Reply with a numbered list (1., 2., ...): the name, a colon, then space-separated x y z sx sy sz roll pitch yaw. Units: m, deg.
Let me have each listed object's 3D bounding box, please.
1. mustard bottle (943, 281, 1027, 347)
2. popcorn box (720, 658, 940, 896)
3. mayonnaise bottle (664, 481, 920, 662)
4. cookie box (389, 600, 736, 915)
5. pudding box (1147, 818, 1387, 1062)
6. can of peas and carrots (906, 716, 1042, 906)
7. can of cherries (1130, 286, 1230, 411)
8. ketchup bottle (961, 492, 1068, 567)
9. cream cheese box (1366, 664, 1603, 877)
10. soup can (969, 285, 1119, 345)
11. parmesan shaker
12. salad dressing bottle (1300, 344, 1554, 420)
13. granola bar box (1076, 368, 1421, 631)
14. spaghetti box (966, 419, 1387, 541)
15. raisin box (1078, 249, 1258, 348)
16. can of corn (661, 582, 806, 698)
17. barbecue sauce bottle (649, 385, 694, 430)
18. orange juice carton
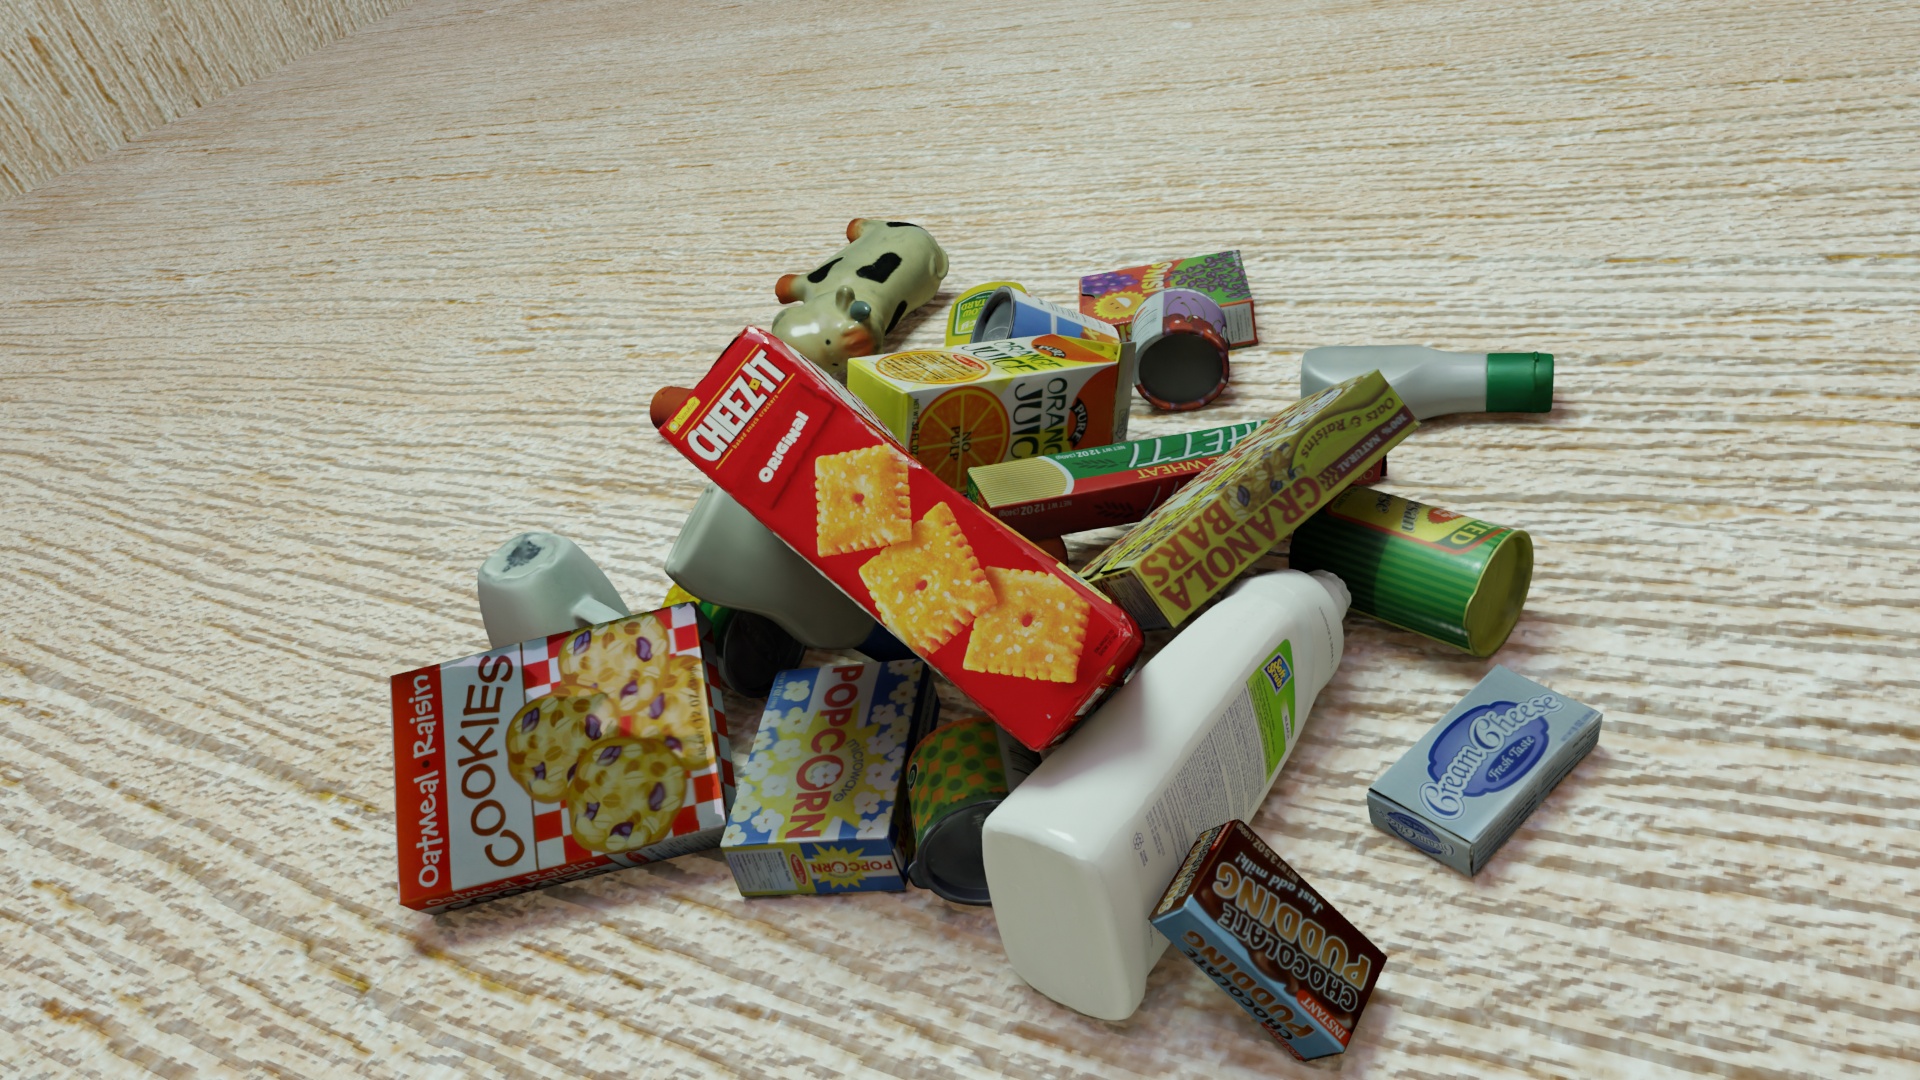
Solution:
1. mustard bottle: 0.018 -0.134 1.010 0.065 0.048 0.161 -7 35 14
2. popcorn box: -0.062 0.117 0.702 0.085 0.038 0.127 -5 36 13
3. mayonnaise bottle: -0.082 0.026 0.752 0.065 0.148 0.041 -63 22 -9
4. cookie box: -0.205 0.112 0.716 0.167 0.040 0.123 -14 65 1
5. pudding box: 0.121 0.157 0.547 0.084 0.030 0.050 43 54 1
6. can of peas and carrots: 0.008 0.125 0.641 0.071 0.070 0.059 -14 34 1
7. can of cherries: 0.151 -0.129 0.941 0.071 0.071 0.059 -6 36 12
8. ketchup bottle: 0.003 -0.011 0.850 0.065 0.043 0.149 -23 35 -19
9. cream cheese box: 0.237 0.101 0.626 0.104 0.024 0.053 -34 39 -26
10. soup can: 0.055 -0.126 0.944 0.084 0.071 0.071 16 28 -22
11. parmesan shaker: 0.228 0.013 0.713 0.103 0.071 0.071 22 49 40
12. salad dressing bottle: 0.290 -0.098 0.866 0.147 0.043 0.064 2 35 21
13. granola bar box: 0.141 -0.017 0.723 0.166 0.039 0.124 -38 2 -12
14. spaghetti box: 0.129 -0.039 0.815 0.250 0.028 0.050 -10 33 -13
15. raisin box: 0.150 -0.170 1.020 0.123 0.040 0.086 -9 36 10
16. can of corn: -0.128 0.048 0.795 0.058 0.070 0.071 15 45 36
17. barbecue sauce bottle: -0.165 -0.088 1.019 0.148 0.043 0.065 12 43 34
18. orange juice carton: 0.030 -0.081 0.864 0.193 0.071 0.073 -11 28 -29
